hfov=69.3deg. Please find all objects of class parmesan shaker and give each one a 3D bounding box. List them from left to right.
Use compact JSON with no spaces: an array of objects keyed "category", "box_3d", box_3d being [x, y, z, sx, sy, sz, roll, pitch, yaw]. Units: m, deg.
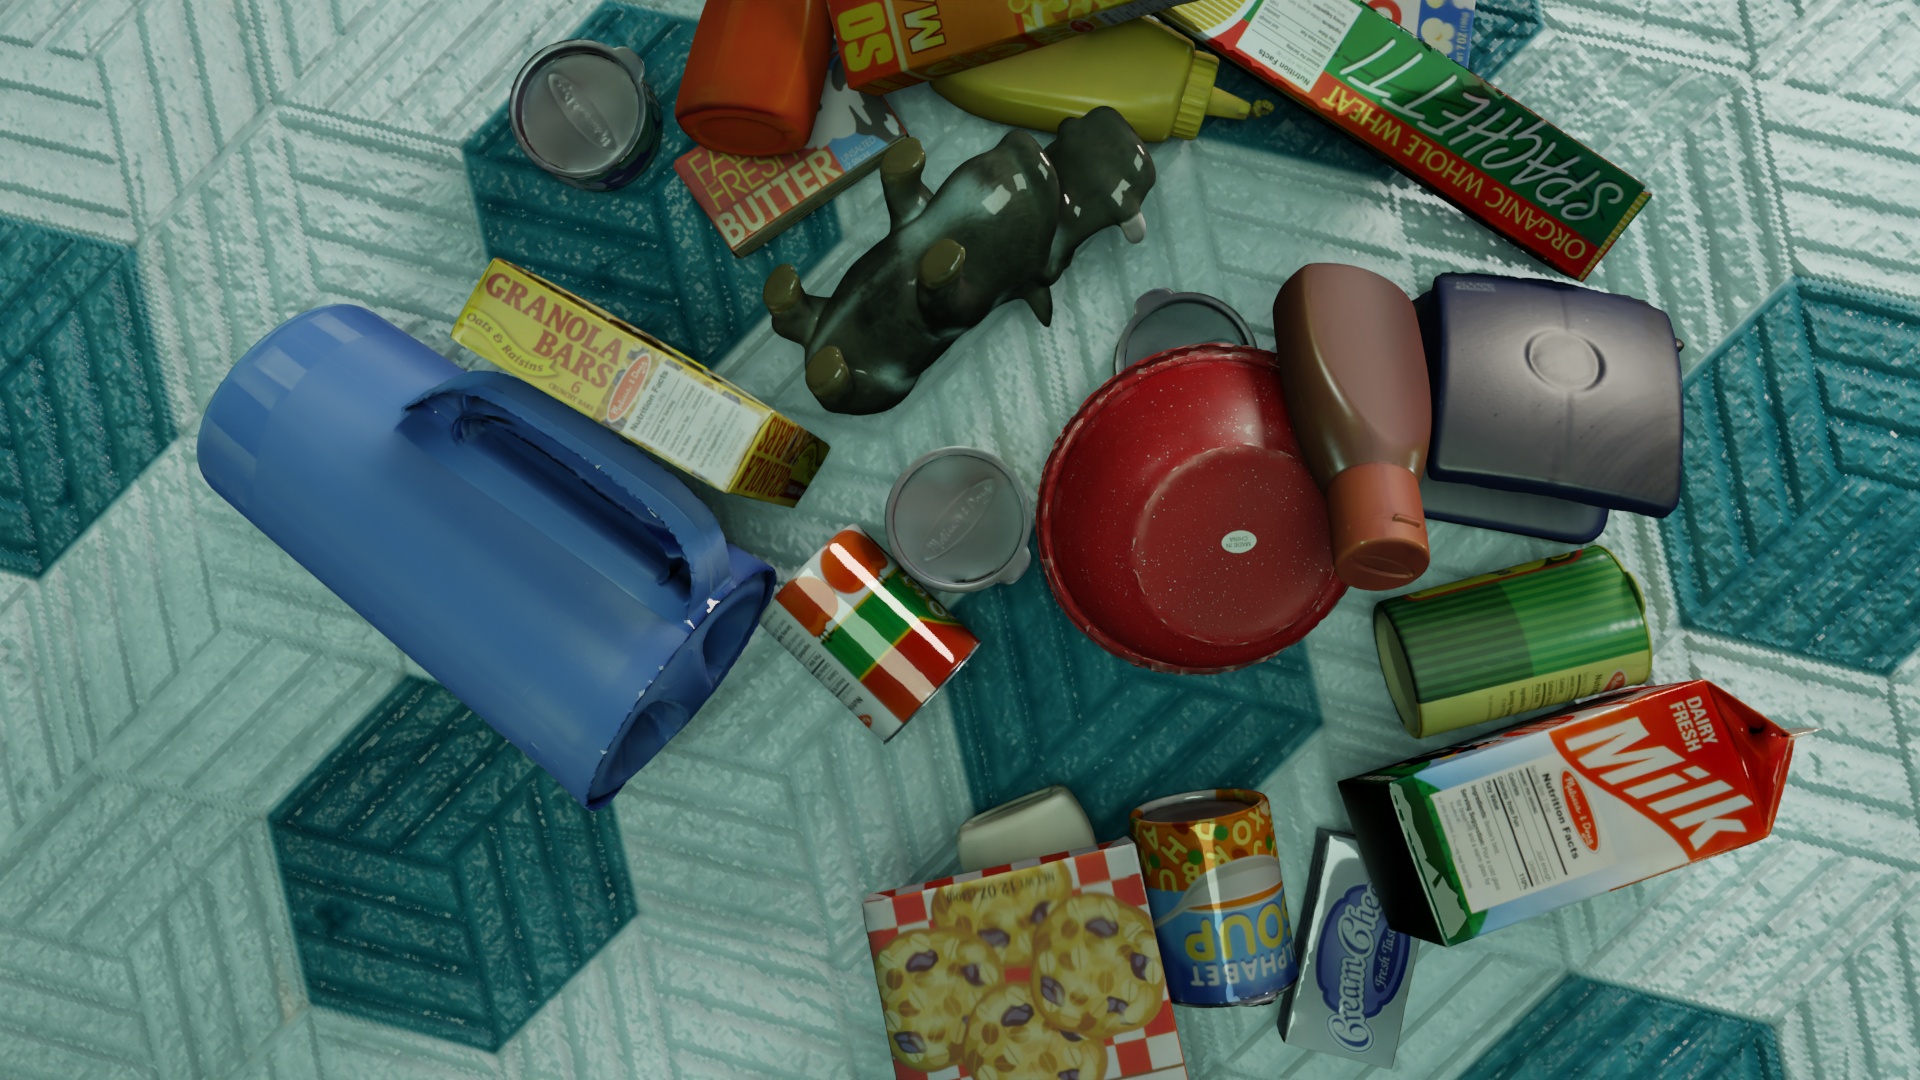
[{"category":"parmesan shaker","box_3d":[0.248,0.045,0.632,0.103,0.071,0.071,-14,90,4]}]

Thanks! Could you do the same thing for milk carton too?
[{"category":"milk carton","box_3d":[0.278,0.113,0.619,0.191,0.072,0.073,-17,81,-5]}]

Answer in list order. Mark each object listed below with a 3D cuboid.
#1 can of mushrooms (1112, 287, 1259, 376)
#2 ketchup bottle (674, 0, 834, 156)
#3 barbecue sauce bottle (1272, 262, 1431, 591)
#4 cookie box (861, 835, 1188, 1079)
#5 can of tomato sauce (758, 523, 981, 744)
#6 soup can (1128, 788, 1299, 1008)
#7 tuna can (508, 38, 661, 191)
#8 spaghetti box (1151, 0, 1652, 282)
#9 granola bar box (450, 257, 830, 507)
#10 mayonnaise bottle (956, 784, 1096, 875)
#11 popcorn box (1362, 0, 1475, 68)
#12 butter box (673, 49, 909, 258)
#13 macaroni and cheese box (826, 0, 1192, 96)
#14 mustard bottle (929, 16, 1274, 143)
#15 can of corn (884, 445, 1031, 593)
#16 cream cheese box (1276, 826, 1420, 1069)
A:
[{"category":"can of mushrooms","box_3d":[0.104,-0.085,0.656,0.071,0.033,0.071,0,92,3]},{"category":"ketchup bottle","box_3d":[-0.086,-0.254,0.644,0.065,0.043,0.149,6,76,23]},{"category":"barbecue sauce bottle","box_3d":[0.167,-0.049,0.580,0.065,0.043,0.149,16,51,-15]},{"category":"cookie box","box_3d":[0.034,0.227,0.609,0.123,0.040,0.167,-12,82,-1]},{"category":"can of tomato sauce","box_3d":[-0.041,0.042,0.650,0.083,0.071,0.071,44,93,2]},{"category":"soup can","box_3d":[0.117,0.163,0.640,0.071,0.071,0.083,-10,90,3]},{"category":"tuna can","box_3d":[-0.178,-0.206,0.670,0.071,0.033,0.071,0,91,3]},{"category":"spaghetti box","box_3d":[0.186,-0.200,0.617,0.250,0.029,0.050,31,108,-4]},{"category":"granola bar box","box_3d":[-0.128,-0.062,0.603,0.124,0.165,0.039,29,90,2]},{"category":"mayonnaise bottle","box_3d":[0.051,0.195,0.660,0.065,0.041,0.148,-22,91,3]},{"category":"popcorn box","box_3d":[0.195,-0.273,0.646,0.085,0.038,0.126,6,91,4]},{"category":"butter box","box_3d":[-0.081,-0.186,0.669,0.103,0.024,0.053,-33,88,3]},{"category":"macaroni and cheese box","box_3d":[0.018,-0.274,0.590,0.166,0.040,0.123,-10,97,20]},{"category":"mustard bottle","box_3d":[0.067,-0.217,0.649,0.160,0.049,0.065,16,89,2]},{"category":"can of corn","box_3d":[0.002,-0.008,0.650,0.071,0.058,0.071,0,91,3]},{"category":"cream cheese box","box_3d":[0.188,0.192,0.660,0.053,0.024,0.103,11,91,4]}]
